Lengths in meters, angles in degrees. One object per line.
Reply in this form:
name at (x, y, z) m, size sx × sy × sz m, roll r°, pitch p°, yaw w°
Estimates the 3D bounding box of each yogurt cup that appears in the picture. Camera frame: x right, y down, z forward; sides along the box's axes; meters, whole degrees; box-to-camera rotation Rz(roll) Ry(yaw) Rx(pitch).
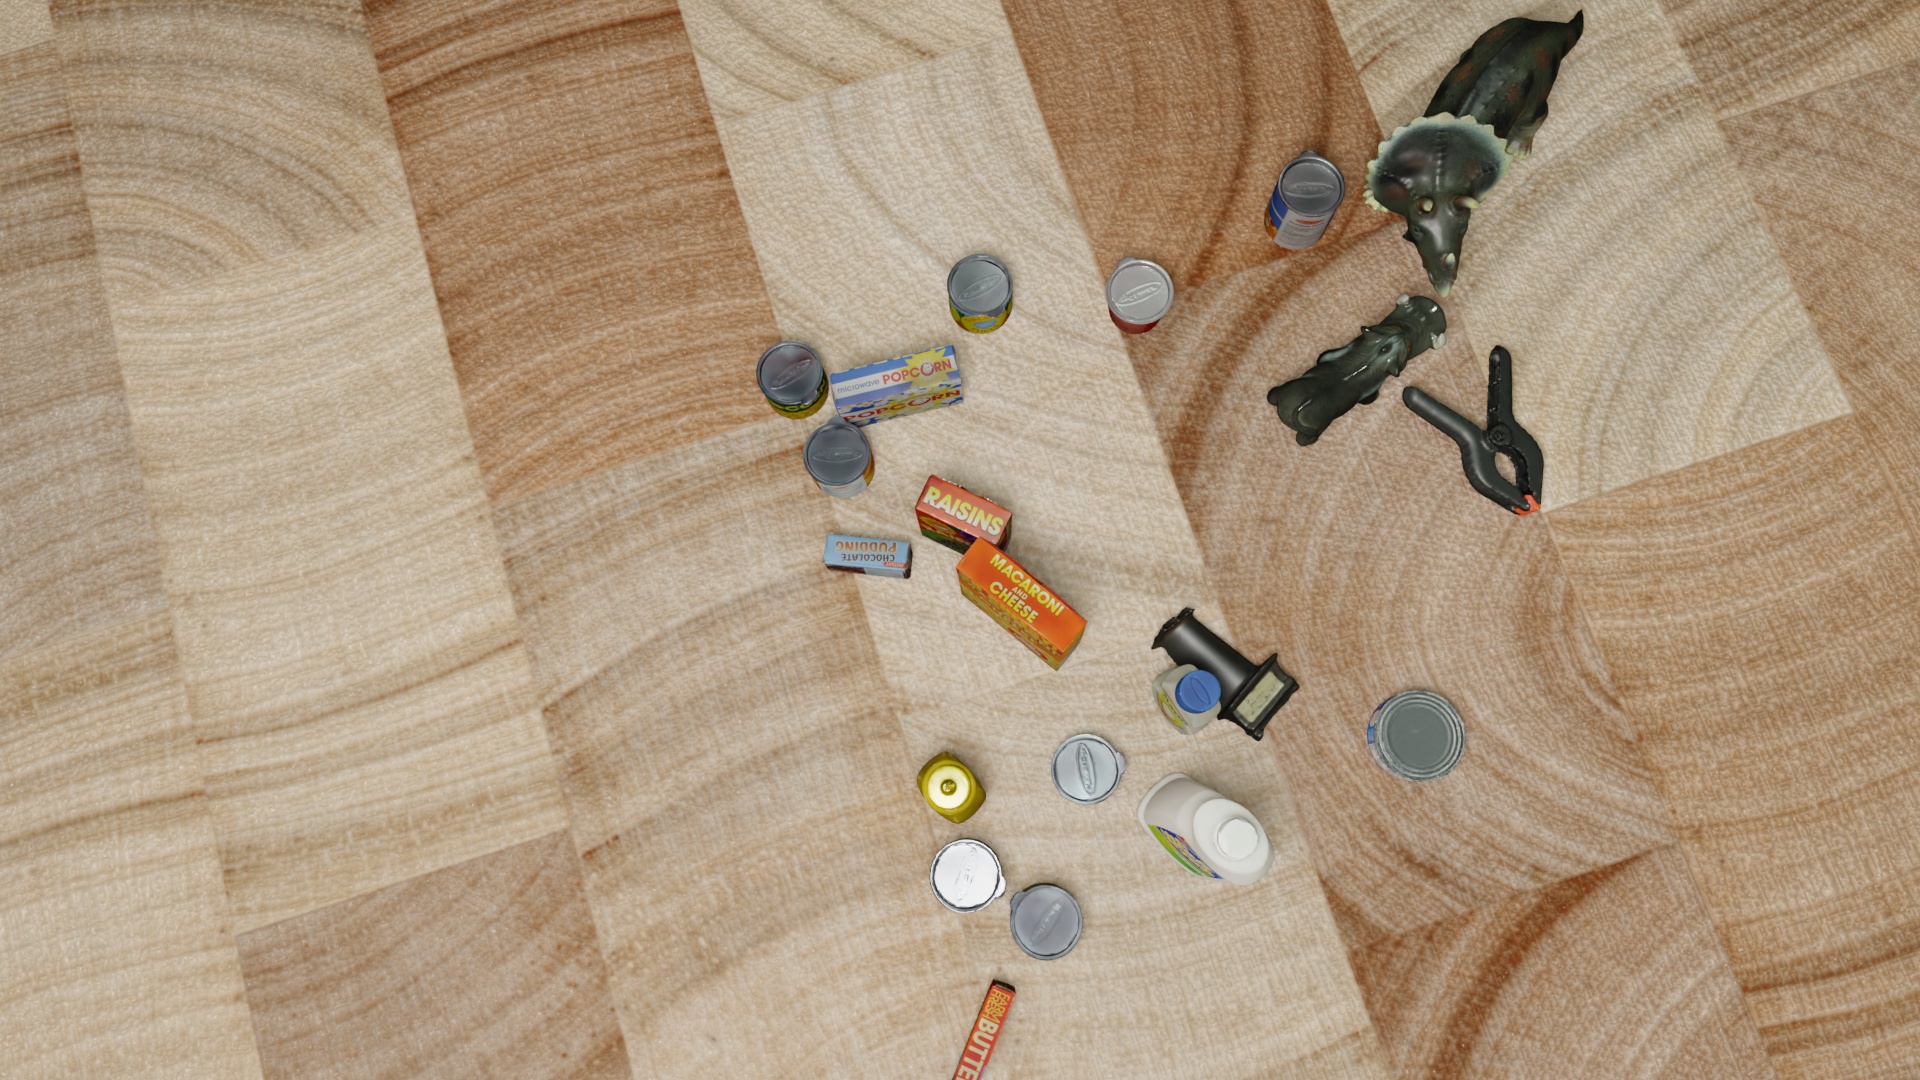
yogurt cup at (0.179, -0.243, 1.406) m, size 0.072 × 0.054 × 0.072 m, roll 0°, pitch 78°, yaw 2°

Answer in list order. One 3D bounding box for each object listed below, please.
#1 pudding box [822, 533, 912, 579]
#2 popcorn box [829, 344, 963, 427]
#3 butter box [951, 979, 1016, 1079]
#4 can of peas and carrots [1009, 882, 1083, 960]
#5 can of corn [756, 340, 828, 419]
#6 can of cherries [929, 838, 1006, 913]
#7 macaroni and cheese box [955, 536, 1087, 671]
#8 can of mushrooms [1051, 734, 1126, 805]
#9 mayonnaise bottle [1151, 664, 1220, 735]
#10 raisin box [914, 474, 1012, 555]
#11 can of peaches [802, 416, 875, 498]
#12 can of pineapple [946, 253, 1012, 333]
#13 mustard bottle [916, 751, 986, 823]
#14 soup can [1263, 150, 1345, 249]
pudding box at (-0.090, 0.016, 1.362) m, size 0.084 × 0.049 × 0.030 m, roll 6°, pitch 79°, yaw 3°
popcorn box at (-0.062, -0.151, 1.378) m, size 0.127 × 0.085 × 0.038 m, roll -14°, pitch 79°, yaw -1°
butter box at (0.020, 0.454, 1.266) m, size 0.024 × 0.053 × 0.103 m, roll 23°, pitch 80°, yaw 6°
can of peas and carrots at (0.076, 0.349, 1.283) m, size 0.071 × 0.058 × 0.071 m, roll 0°, pitch 78°, yaw 2°
can of corn at (-0.166, -0.158, 1.396) m, size 0.071 × 0.058 × 0.071 m, roll 0°, pitch 78°, yaw 2°
can of cherries at (0.008, 0.313, 1.293) m, size 0.071 × 0.058 × 0.071 m, roll 0°, pitch 78°, yaw 2°
macaroni and cheese box at (0.056, 0.061, 1.289) m, size 0.124 × 0.166 × 0.040 m, roll 39°, pitch 82°, yaw 9°
can of mushrooms at (0.121, 0.218, 1.322) m, size 0.071 × 0.033 × 0.071 m, roll 0°, pitch 78°, yaw 2°
mayonnaise bottle at (0.210, 0.144, 1.276) m, size 0.041 × 0.148 × 0.065 m, roll -32°, pitch 80°, yaw -4°
raisin box at (0.005, -0.017, 1.329) m, size 0.086 × 0.123 × 0.040 m, roll 26°, pitch 81°, yaw 7°
can of peaches at (-0.119, -0.082, 1.379) m, size 0.071 × 0.058 × 0.071 m, roll 0°, pitch 78°, yaw 2°
can of pineapple at (0.020, -0.248, 1.410) m, size 0.071 × 0.057 × 0.071 m, roll 0°, pitch 78°, yaw 2°
mustard bottle at (-0.010, 0.224, 1.260) m, size 0.049 × 0.160 × 0.065 m, roll -43°, pitch 81°, yaw -6°
soup can at (0.347, -0.343, 1.407) m, size 0.071 × 0.083 × 0.071 m, roll 0°, pitch 79°, yaw 2°
